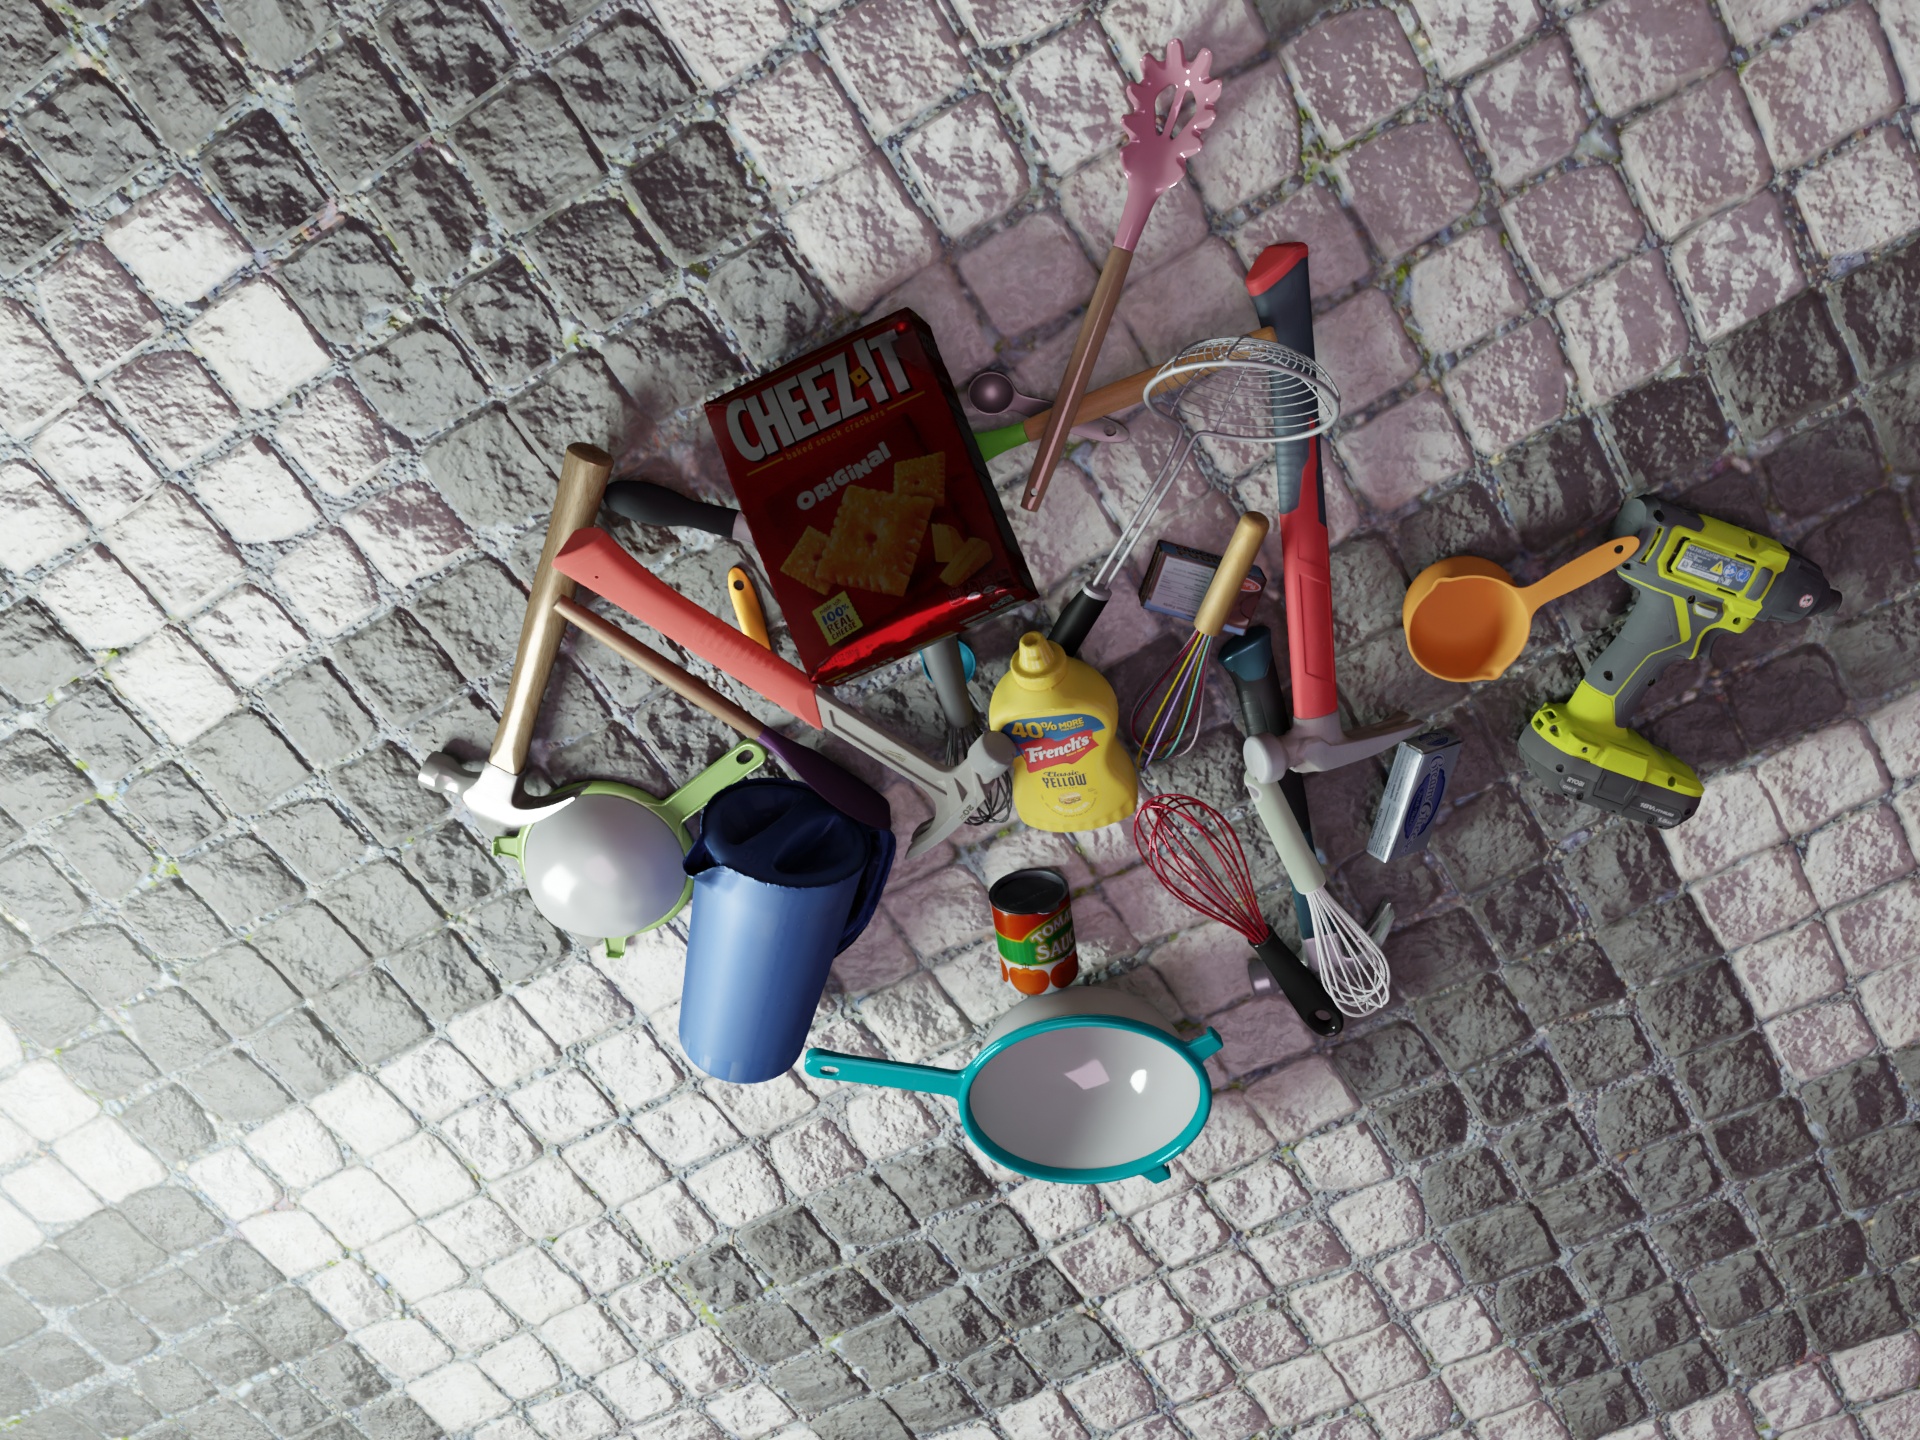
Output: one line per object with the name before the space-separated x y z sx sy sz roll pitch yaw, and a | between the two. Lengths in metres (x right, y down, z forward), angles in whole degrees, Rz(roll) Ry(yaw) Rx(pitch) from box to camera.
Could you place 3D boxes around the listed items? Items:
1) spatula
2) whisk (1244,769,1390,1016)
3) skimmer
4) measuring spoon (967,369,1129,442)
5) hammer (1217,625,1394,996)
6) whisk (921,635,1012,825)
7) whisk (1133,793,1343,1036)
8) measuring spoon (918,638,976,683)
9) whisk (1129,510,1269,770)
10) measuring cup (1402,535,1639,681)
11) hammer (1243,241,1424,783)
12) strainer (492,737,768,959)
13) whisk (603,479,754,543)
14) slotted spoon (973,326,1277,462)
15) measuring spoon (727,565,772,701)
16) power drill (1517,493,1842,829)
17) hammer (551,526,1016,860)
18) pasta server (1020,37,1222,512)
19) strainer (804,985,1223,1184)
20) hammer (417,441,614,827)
spatula | -0.175 -0.003 1.220 0.315 0.060 0.018 35 114 -22
whisk | 0.283 0.136 1.266 0.059 0.058 0.246 -35 110 -17
skimmer | 0.130 -0.119 1.119 0.127 0.090 0.363 13 129 -23
measuring spoon | 0.064 -0.225 1.146 0.124 0.018 0.034 15 129 -13
hammer | 0.263 0.077 1.277 0.128 0.033 0.330 -14 115 10
whisk | -0.002 -0.005 1.213 0.055 0.055 0.238 -9 130 7
whisk | 0.230 0.160 1.275 0.073 0.073 0.295 -32 117 17
measuring spoon | -0.041 -0.074 1.226 0.128 0.021 0.042 39 113 -6
whisk | 0.177 -0.055 1.184 0.047 0.051 0.244 -3 134 -24
measuring cup | 0.408 -0.098 1.167 0.173 0.052 0.095 -29 112 19
hammer | 0.261 -0.148 1.151 0.143 0.038 0.386 -15 112 -16
strainer | -0.256 0.101 1.289 0.256 0.069 0.151 -36 110 20
whisk | -0.127 -0.134 1.175 0.284 0.070 0.070 13 117 1
slotted spoon | 0.070 -0.214 1.117 0.314 0.031 0.070 -18 105 18
measuring spoon | -0.159 -0.065 1.234 0.021 0.011 0.116 -11 116 8
power drill | 0.532 -0.039 1.185 0.171 0.080 0.223 18 113 -6
hammer | -0.141 -0.026 1.181 0.359 0.037 0.149 32 134 -12
pasta server | 0.098 -0.290 1.066 0.060 0.040 0.316 22 104 7
strainer | 0.041 0.284 1.348 0.340 0.095 0.210 9 127 -4
hammer | -0.320 -0.057 1.216 0.130 0.031 0.331 24 117 2
